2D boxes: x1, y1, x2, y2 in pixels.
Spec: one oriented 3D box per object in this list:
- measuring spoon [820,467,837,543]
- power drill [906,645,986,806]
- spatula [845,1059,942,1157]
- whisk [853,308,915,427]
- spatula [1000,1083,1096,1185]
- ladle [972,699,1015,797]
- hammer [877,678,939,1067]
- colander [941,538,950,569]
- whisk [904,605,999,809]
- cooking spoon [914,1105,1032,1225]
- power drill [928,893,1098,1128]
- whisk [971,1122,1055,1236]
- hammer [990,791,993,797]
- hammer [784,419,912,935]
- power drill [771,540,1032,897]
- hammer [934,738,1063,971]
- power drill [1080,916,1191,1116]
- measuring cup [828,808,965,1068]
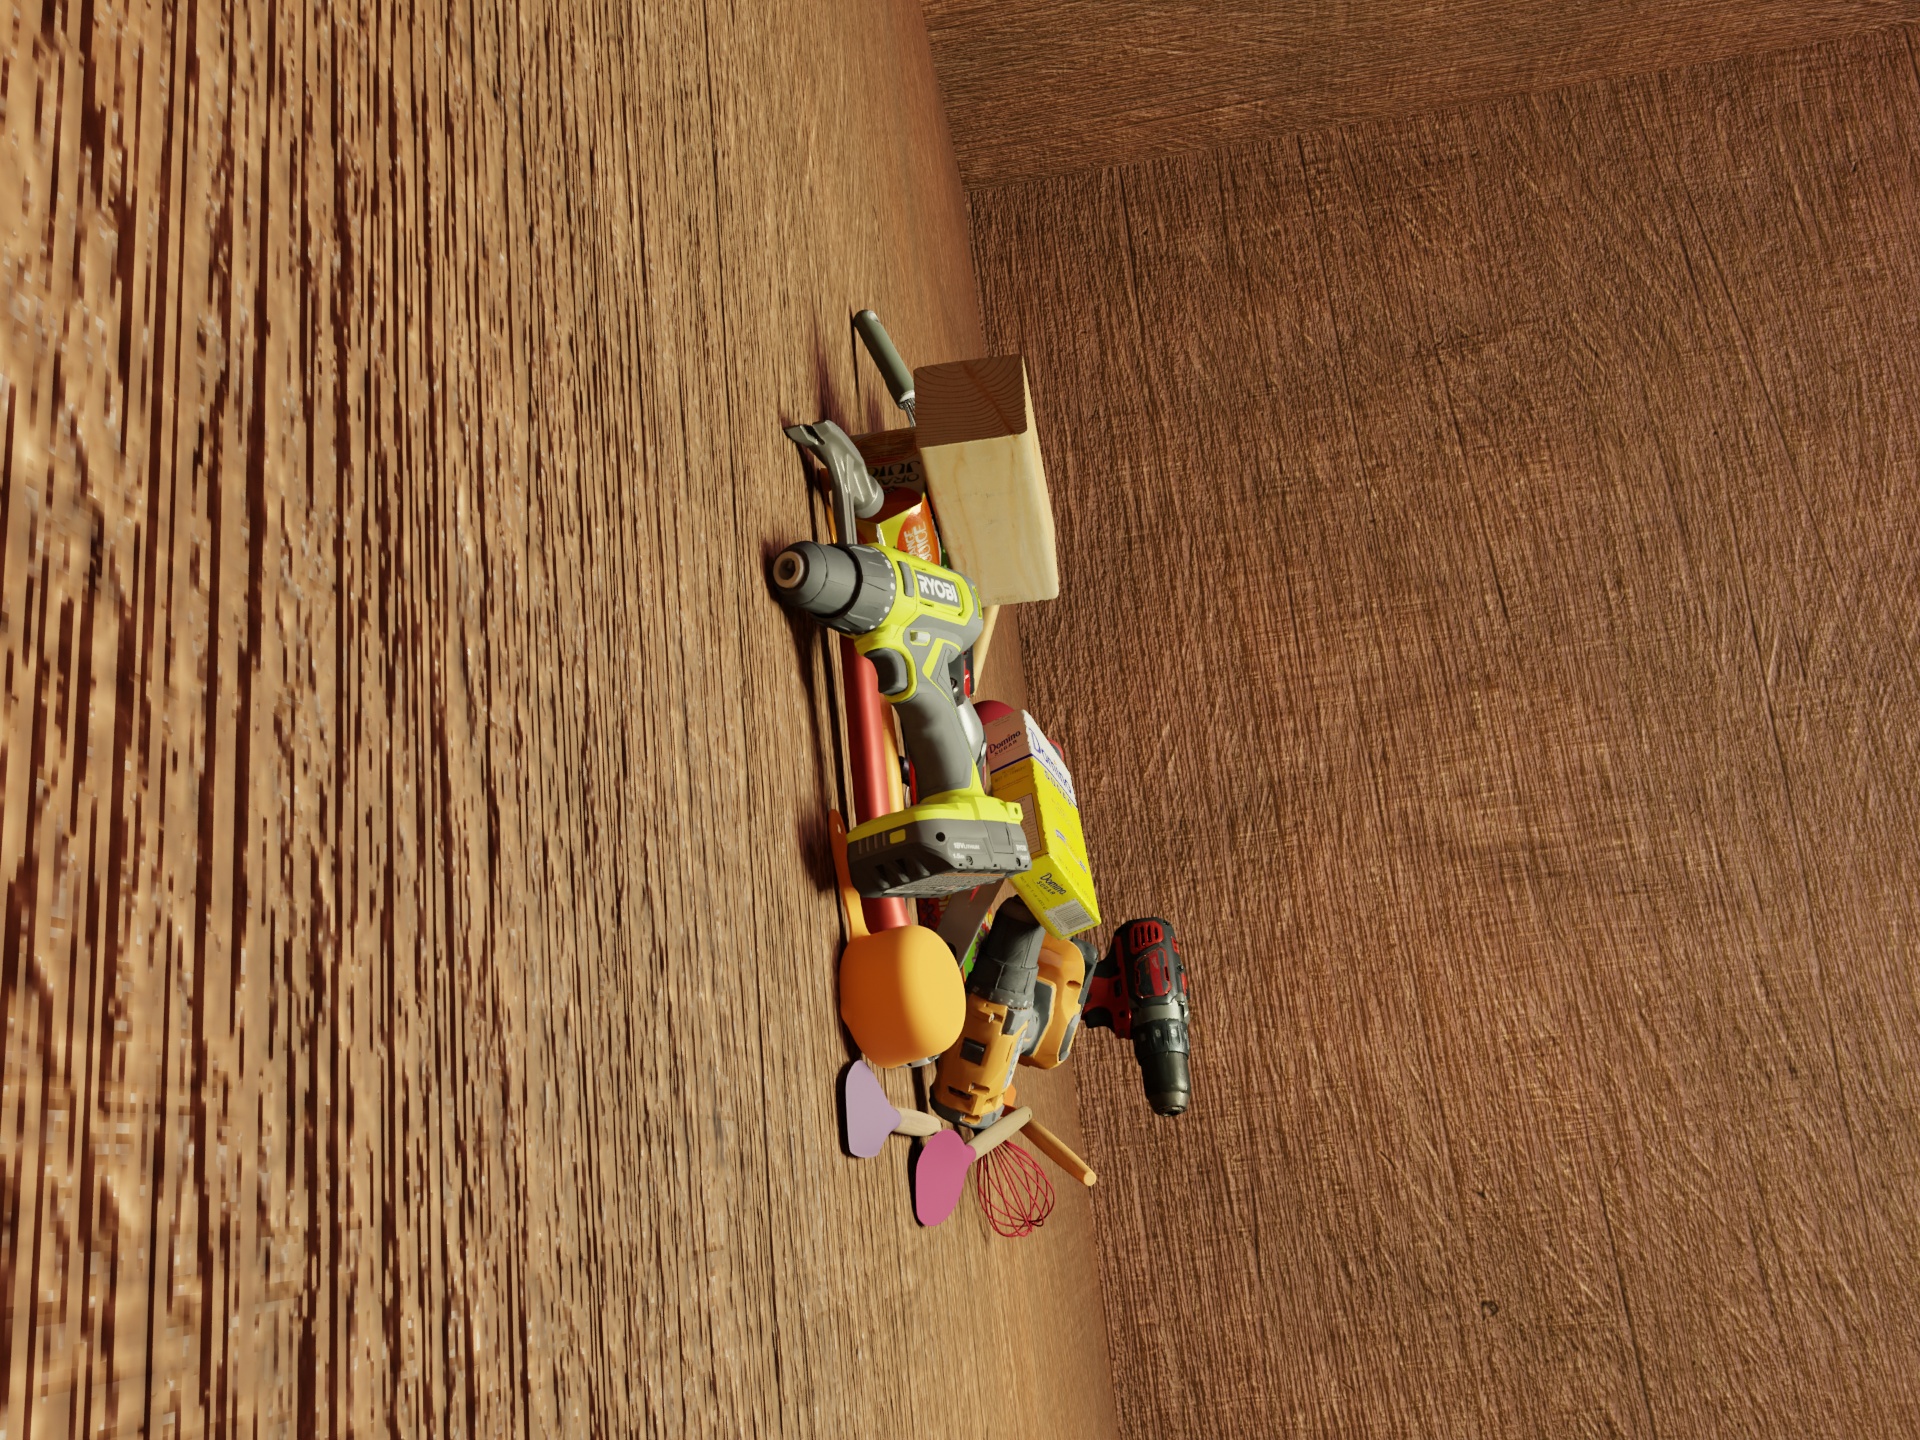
[{"bbox_3d":[-0.092,-0.138,1.225,0.021,0.011,0.116,-82,163,-70],"label":"measuring spoon"},{"bbox_3d":[-0.018,-0.017,1.283,0.220,0.078,0.143,-99,-174,-54],"label":"power drill"},{"bbox_3d":[-0.044,0.274,1.101,0.315,0.018,0.060,62,23,-71],"label":"spatula"},{"bbox_3d":[-0.044,-0.288,1.467,0.057,0.059,0.247,13,44,-54],"label":"whisk"},{"bbox_3d":[0.068,0.375,1.505,0.081,0.041,0.323,55,-12,-13],"label":"spatula"},{"bbox_3d":[0.022,0.056,1.504,0.031,0.069,0.316,-54,-172,28],"label":"ladle"},{"bbox_3d":[-0.054,0.087,1.183,0.127,0.034,0.337,52,30,-80],"label":"hammer"},{"bbox_3d":[-0.026,-0.106,1.555,0.204,0.094,0.397,-37,137,-82],"label":"colander"},{"bbox_3d":[-0.002,-0.005,1.437,0.047,0.051,0.245,45,57,-60],"label":"whisk"},{"bbox_3d":[0.013,0.352,1.311,0.318,0.017,0.069,11,78,-72],"label":"cooking spoon"},{"bbox_3d":[0.050,0.225,1.332,0.226,0.084,0.185,-5,112,-72],"label":"power drill"},{"bbox_3d":[0.030,0.391,1.469,0.073,0.073,0.295,-92,166,-47],"label":"whisk"},{"bbox_3d":[0.001,0.035,1.678,0.332,0.031,0.130,-98,-163,-55],"label":"hammer"},{"bbox_3d":[-0.073,-0.026,1.120,0.149,0.037,0.359,38,44,-74],"label":"hammer"},{"bbox_3d":[-0.039,-0.006,1.026,0.190,0.080,0.229,10,64,-58],"label":"power drill"},{"bbox_3d":[0.042,0.095,1.392,0.386,0.038,0.143,-58,172,-62],"label":"hammer"},{"bbox_3d":[0.105,0.288,1.494,0.080,0.226,0.188,72,11,-57],"label":"power drill"},{"bbox_3d":[-0.044,0.136,1.036,0.095,0.052,0.174,-1,75,-65],"label":"measuring cup"}]
